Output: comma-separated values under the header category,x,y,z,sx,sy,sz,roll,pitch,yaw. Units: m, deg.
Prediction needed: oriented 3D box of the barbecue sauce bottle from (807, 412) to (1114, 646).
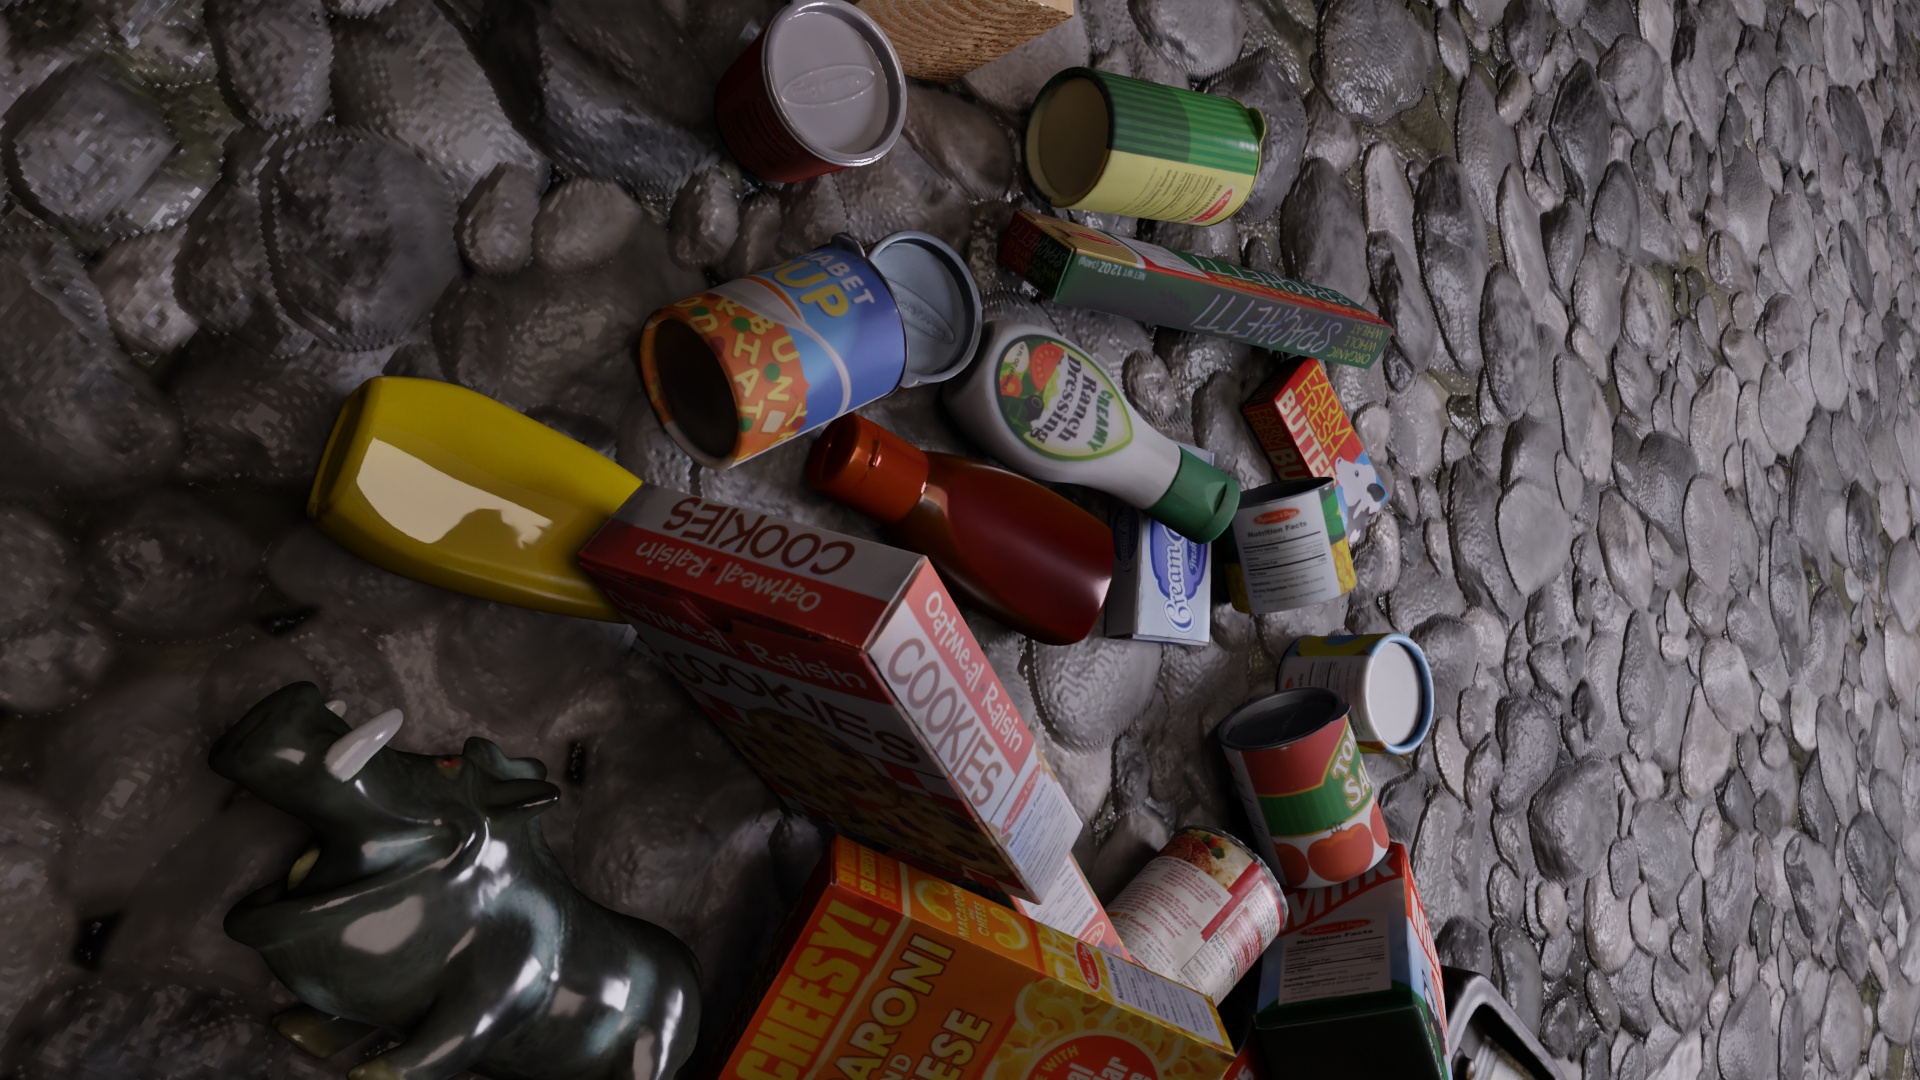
category,x,y,z,sx,sy,sz,roll,pitch,yaw
barbecue sauce bottle,0.002,-0.008,0.611,0.148,0.043,0.065,29,68,-32

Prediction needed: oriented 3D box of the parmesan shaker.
category,x,y,z,sx,sy,sz,roll,pitch,yaw
parmesan shaker,0.091,-0.195,0.685,0.103,0.071,0.071,-3,87,-39

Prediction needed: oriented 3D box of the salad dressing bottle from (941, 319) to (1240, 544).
category,x,y,z,sx,sy,sz,roll,pitch,yaw
salad dressing bottle,0.063,-0.047,0.645,0.147,0.044,0.064,29,72,-20

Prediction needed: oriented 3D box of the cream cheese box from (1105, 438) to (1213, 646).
category,x,y,z,sx,sy,sz,roll,pitch,yaw
cream cheese box,0.101,0.000,0.701,0.053,0.024,0.104,10,79,-36

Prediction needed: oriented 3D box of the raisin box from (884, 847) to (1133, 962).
category,x,y,z,sx,sy,sz,roll,pitch,yaw
raisin box,0.027,0.176,0.582,0.040,0.086,0.123,-41,110,-39

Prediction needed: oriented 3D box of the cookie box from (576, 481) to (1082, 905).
category,x,y,z,sx,sy,sz,roll,pitch,yaw
cookie box,-0.040,0.057,0.483,0.040,0.123,0.166,-58,142,-26

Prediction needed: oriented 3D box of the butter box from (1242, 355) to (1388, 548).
category,x,y,z,sx,sy,sz,roll,pitch,yaw
butter box,0.202,-0.050,0.788,0.053,0.024,0.103,-46,113,-33

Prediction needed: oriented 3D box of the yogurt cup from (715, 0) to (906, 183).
category,x,y,z,sx,sy,sz,roll,pitch,yaw
yogurt cup,-0.064,-0.180,0.570,0.072,0.054,0.072,5,82,-38

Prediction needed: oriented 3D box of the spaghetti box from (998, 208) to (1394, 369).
category,x,y,z,sx,sy,sz,roll,pitch,yaw
spaghetti box,0.131,-0.127,0.720,0.250,0.050,0.028,4,121,-39

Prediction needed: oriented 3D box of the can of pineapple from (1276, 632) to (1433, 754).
category,x,y,z,sx,sy,sz,roll,pitch,yaw
can of pineapple,0.219,0.084,0.764,0.071,0.058,0.071,5,82,-39

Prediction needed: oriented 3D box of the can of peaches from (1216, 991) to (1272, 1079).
category,x,y,z,sx,sy,sz,roll,pitch,yaw
can of peaches,0.117,0.258,0.656,0.071,0.071,0.058,-37,109,-35

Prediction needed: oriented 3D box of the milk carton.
category,x,y,z,sx,sy,sz,roll,pitch,yaw
milk carton,0.198,0.214,0.696,0.191,0.073,0.072,-46,119,-68

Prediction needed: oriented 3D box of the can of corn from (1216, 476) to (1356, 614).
category,x,y,z,sx,sy,sz,roll,pitch,yaw
can of corn,0.170,0.002,0.731,0.071,0.071,0.058,-19,98,-39

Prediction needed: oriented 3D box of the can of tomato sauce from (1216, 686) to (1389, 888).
category,x,y,z,sx,sy,sz,roll,pitch,yaw
can of tomato sauce,0.180,0.127,0.721,0.071,0.071,0.083,-31,105,-37

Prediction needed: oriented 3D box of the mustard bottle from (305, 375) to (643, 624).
category,x,y,z,sx,sy,sz,roll,pitch,yaw
mustard bottle,-0.141,-0.003,0.491,0.160,0.048,0.065,26,68,-35

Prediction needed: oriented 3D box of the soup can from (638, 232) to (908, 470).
category,x,y,z,sx,sy,sz,roll,pitch,yaw
soup can,-0.073,-0.075,0.541,0.084,0.071,0.071,-30,104,-37

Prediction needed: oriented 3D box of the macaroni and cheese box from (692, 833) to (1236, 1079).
category,x,y,z,sx,sy,sz,roll,pitch,yaw
macaroni and cheese box,-0.002,0.198,0.519,0.166,0.040,0.123,27,102,-12

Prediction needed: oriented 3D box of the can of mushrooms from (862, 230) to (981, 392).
category,x,y,z,sx,sy,sz,roll,pitch,yaw
can of mushrooms,-0.027,-0.097,0.604,0.071,0.033,0.071,5,82,-39
